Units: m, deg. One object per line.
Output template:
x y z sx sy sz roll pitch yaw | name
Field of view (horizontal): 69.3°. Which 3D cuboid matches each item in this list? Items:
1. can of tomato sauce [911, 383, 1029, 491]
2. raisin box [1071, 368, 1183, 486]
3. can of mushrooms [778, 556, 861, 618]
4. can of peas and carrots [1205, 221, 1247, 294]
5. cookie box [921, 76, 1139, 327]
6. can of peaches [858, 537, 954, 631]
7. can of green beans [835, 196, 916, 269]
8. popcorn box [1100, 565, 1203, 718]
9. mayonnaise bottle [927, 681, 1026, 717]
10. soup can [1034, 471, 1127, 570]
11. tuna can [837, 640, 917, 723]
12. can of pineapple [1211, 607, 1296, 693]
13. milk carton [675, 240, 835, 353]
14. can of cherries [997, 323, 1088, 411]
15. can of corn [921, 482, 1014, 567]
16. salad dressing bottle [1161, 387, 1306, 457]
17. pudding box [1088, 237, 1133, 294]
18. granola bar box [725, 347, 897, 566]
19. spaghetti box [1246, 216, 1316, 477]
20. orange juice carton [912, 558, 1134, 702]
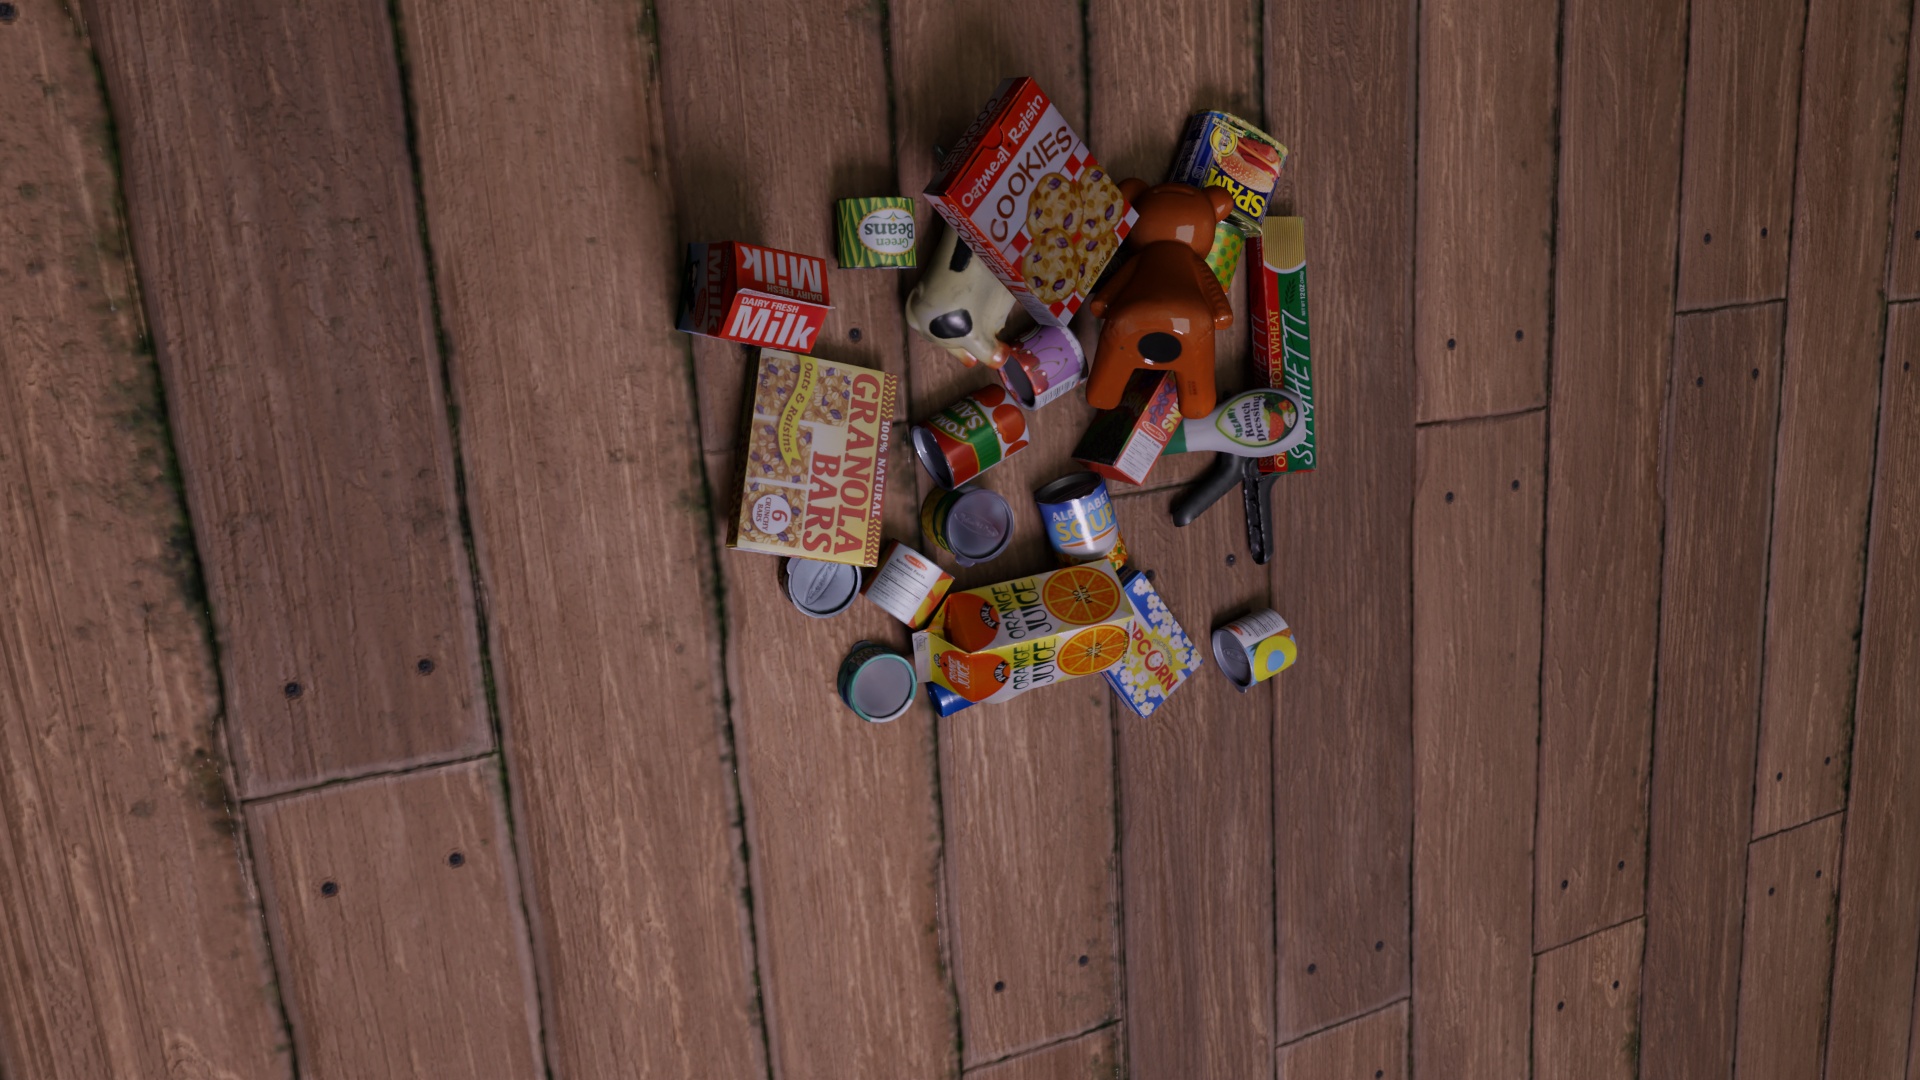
0.009 -0.093 1.222 0.083 0.071 0.071 -31 112 -17 | can of tomato sauce
0.164 -0.115 1.278 0.040 0.086 0.123 33 86 -22 | raisin box
-0.124 0.031 1.204 0.071 0.033 0.071 -5 103 -24 | can of mushrooms
0.223 -0.266 1.287 0.071 0.071 0.058 15 95 -26 | can of peas and carrots
0.062 -0.275 1.137 0.167 0.040 0.123 42 76 -37 | cookie box
-0.047 0.040 1.225 0.071 0.071 0.058 35 85 -26 | can of peaches
-0.070 -0.255 1.154 0.071 0.071 0.057 -6 103 -24 | can of green beans
0.169 0.099 1.350 0.085 0.038 0.126 -42 114 -11 | popcorn box
0.043 0.120 1.285 0.148 0.065 0.041 -21 121 -15 | mayonnaise bottle
0.113 -0.012 1.284 0.071 0.071 0.083 -27 111 -18 | soup can
-0.075 0.126 1.246 0.071 0.033 0.071 -5 103 -24 | tuna can
0.295 0.109 1.395 0.058 0.071 0.070 -23 109 -19 | can of pineapple
-0.158 -0.186 1.057 0.072 0.191 0.073 7 97 -26 | milk carton
0.070 -0.159 1.239 0.058 0.071 0.071 -32 112 -14 | can of cherries
0.004 -0.016 1.240 0.071 0.058 0.071 -5 103 -24 | can of corn
0.247 -0.106 1.307 0.147 0.044 0.064 -8 81 10 | salad dressing bottle
0.131 -0.255 1.267 0.084 0.030 0.049 -18 106 -21 | pudding box
-0.124 -0.067 1.162 0.124 0.039 0.165 9 83 -24 | granola bar box
0.310 -0.187 1.341 0.050 0.028 0.249 -4 92 -20 | spaghetti box
0.052 0.084 1.235 0.193 0.073 0.071 -12 138 -10 | orange juice carton
